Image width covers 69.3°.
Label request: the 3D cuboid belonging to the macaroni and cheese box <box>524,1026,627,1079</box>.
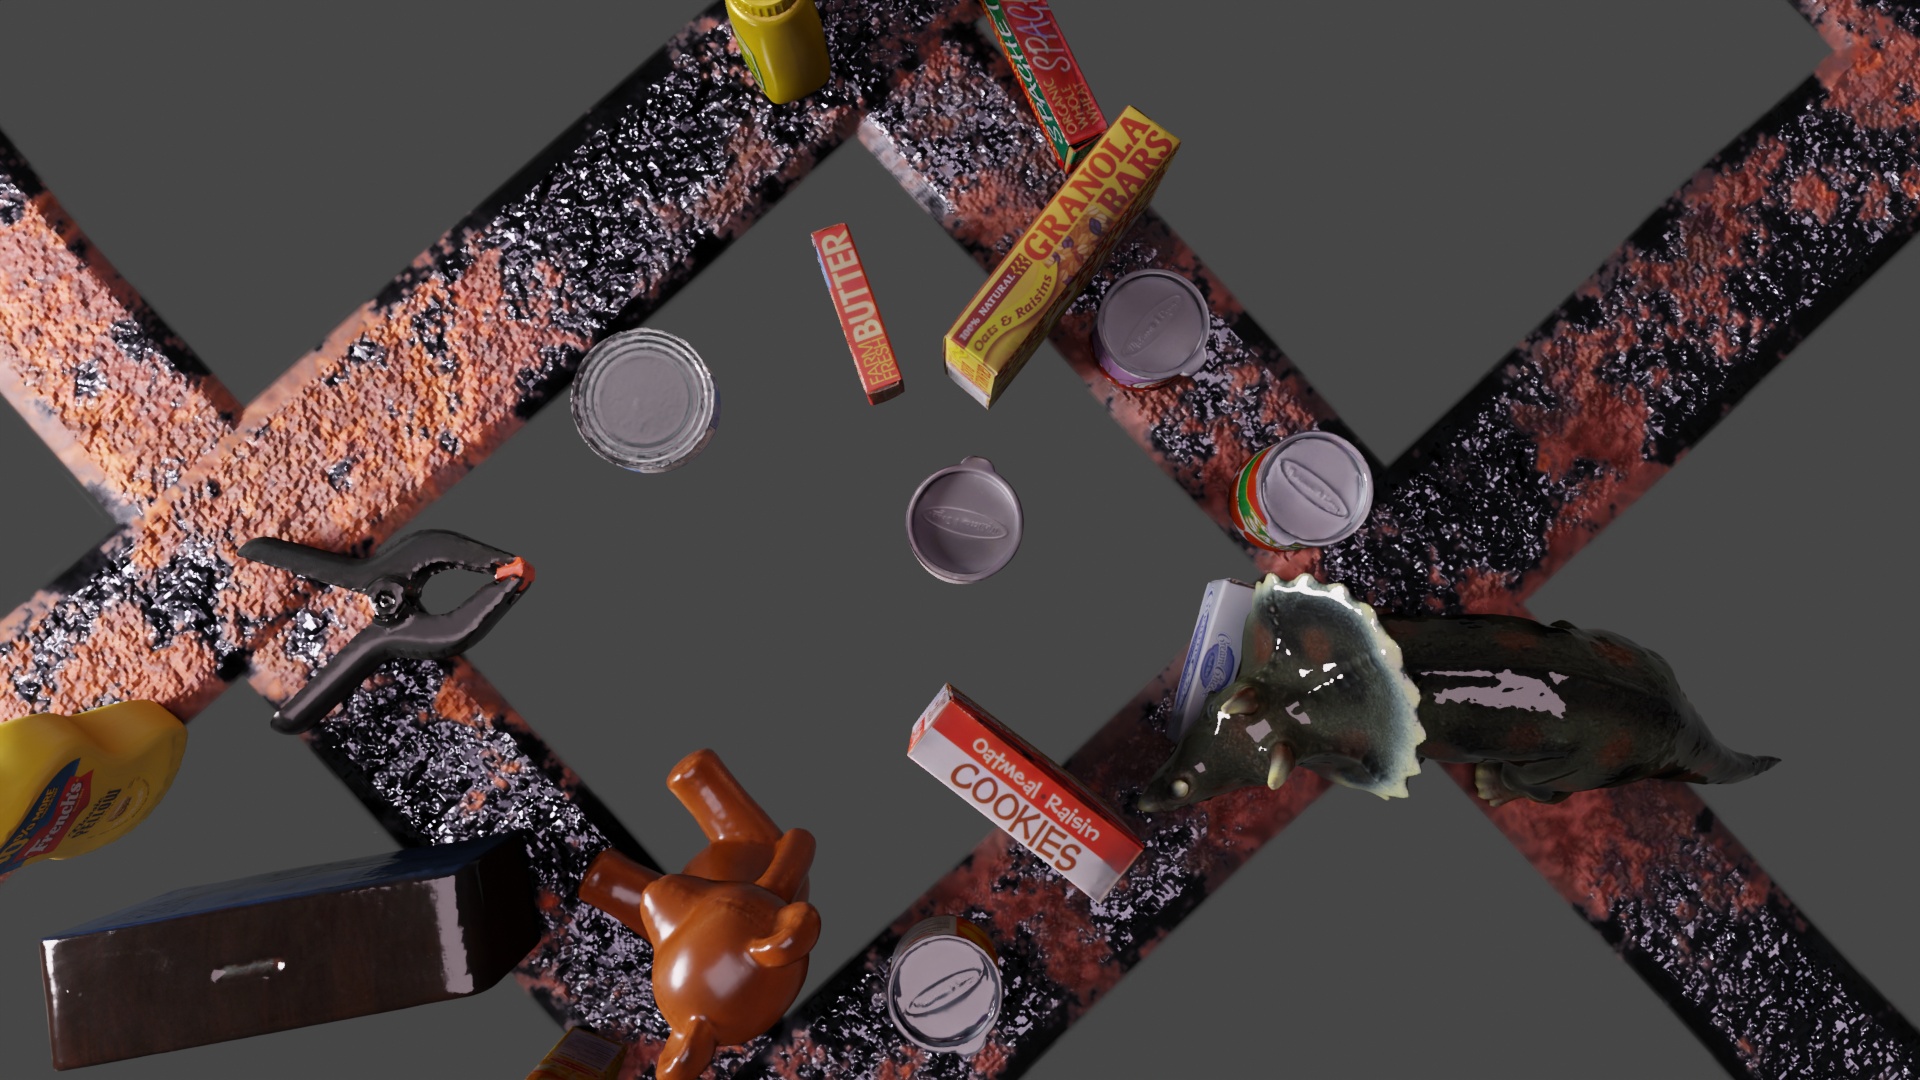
[{"bbox_3d":[-0.236,0.350,0.749,0.040,0.166,0.123,20,87,0],"label":"macaroni and cheese box"}]

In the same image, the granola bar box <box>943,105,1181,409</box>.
[{"bbox_3d":[0.054,-0.160,0.809,0.039,0.124,0.165,38,87,1],"label":"granola bar box"}]

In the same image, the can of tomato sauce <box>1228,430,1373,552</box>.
[{"bbox_3d":[0.198,-0.025,0.823,0.071,0.083,0.071,0,87,-1],"label":"can of tomato sauce"}]

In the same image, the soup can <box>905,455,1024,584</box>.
[{"bbox_3d":[0.003,-0.010,0.819,0.071,0.083,0.071,0,87,-1],"label":"soup can"}]

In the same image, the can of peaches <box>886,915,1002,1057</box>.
[{"bbox_3d":[-0.008,0.260,0.814,0.071,0.058,0.071,0,87,-1],"label":"can of peaches"}]

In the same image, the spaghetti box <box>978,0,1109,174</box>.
[{"bbox_3d":[0.025,-0.347,0.858,0.029,0.050,0.250,-26,87,-2],"label":"spaghetti box"}]

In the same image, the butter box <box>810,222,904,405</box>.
[{"bbox_3d":[-0.061,-0.136,0.841,0.024,0.053,0.103,-20,87,-2],"label":"butter box"}]

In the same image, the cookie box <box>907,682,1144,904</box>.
[{"bbox_3d":[0.032,0.132,0.768,0.123,0.167,0.040,37,87,1],"label":"cookie box"}]

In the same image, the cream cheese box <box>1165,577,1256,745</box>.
[{"bbox_3d":[0.150,0.075,0.831,0.024,0.053,0.104,17,86,0],"label":"cream cheese box"}]

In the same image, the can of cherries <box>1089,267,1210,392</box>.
[{"bbox_3d":[0.114,-0.124,0.841,0.071,0.058,0.071,0,87,-1],"label":"can of cherries"}]

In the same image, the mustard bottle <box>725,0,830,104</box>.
[{"bbox_3d":[-0.109,-0.305,0.797,0.049,0.160,0.065,-27,88,-2],"label":"mustard bottle"}]
